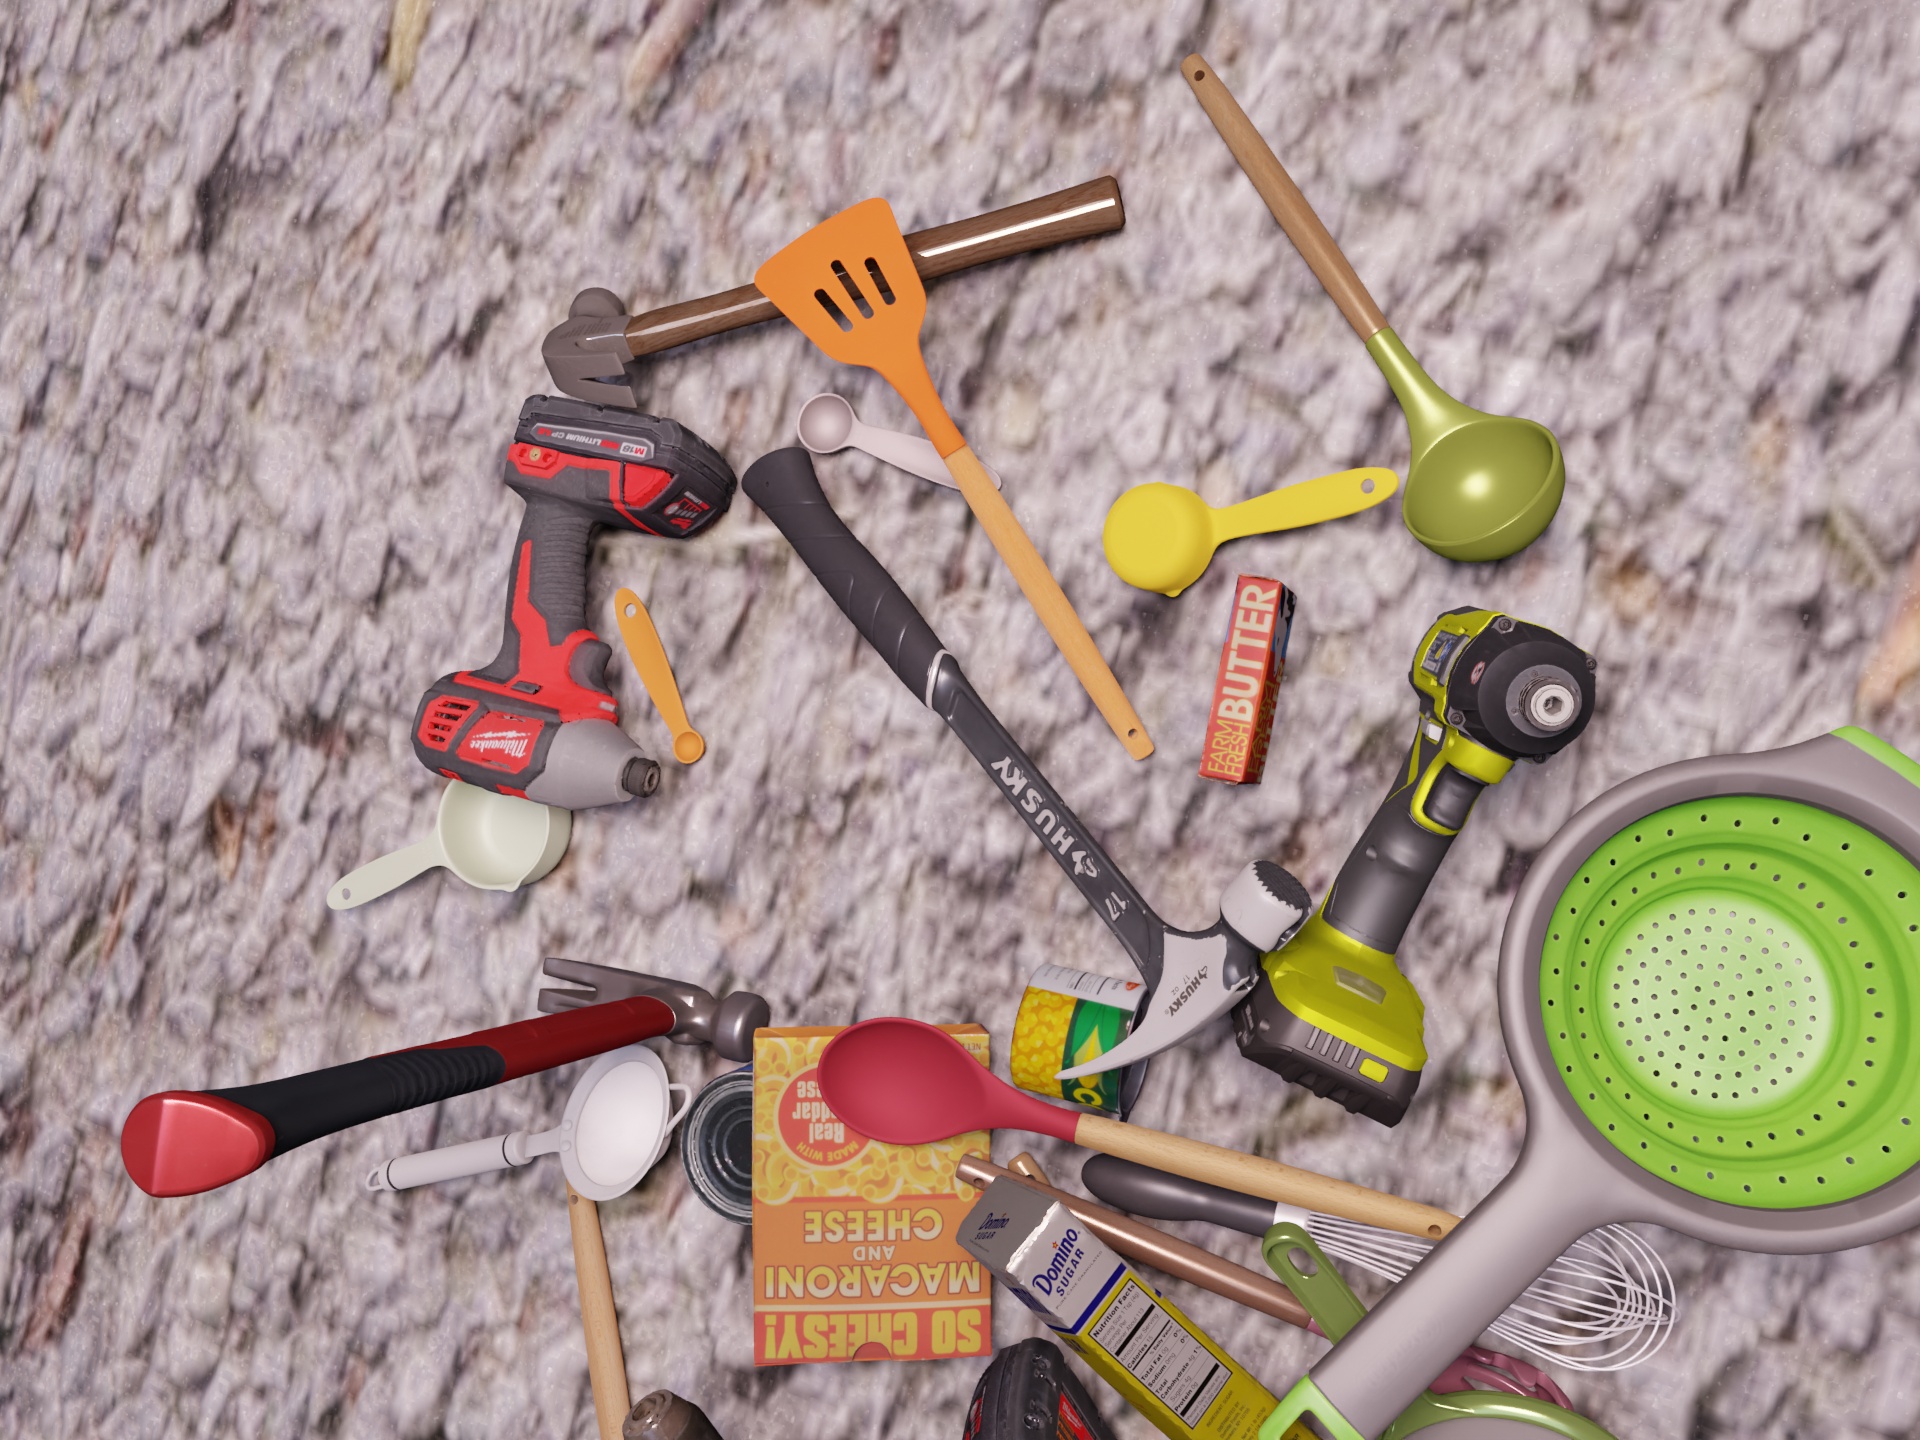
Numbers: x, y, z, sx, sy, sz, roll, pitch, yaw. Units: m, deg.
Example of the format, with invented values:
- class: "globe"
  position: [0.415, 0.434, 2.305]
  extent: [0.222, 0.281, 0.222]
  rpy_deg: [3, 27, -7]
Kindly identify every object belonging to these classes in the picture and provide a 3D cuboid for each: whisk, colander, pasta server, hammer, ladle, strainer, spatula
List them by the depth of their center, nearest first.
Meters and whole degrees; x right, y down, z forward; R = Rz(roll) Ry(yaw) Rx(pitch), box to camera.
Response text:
- class: "colander"
  position: [0.282, 0.180, 0.698]
  extent: [0.397, 0.094, 0.205]
  rpy_deg: [-45, 72, 1]
- class: "strainer"
  position: [0.213, 0.341, 0.708]
  extent: [0.151, 0.069, 0.256]
  rpy_deg: [-37, 91, 26]
- class: "hammer"
  position: [-0.234, 0.154, 0.737]
  extent: [0.143, 0.386, 0.038]
  rpy_deg: [8, 90, 19]
- class: "ladle"
  position: [0.082, 0.202, 0.763]
  extent: [0.315, 0.031, 0.069]
  rpy_deg: [11, 105, 16]
- class: "whisk"
  position: [0.193, 0.251, 0.768]
  extent: [0.285, 0.070, 0.070]
  rpy_deg: [7, 89, 24]
- class: "pasta server"
  position: [0.143, 0.281, 0.770]
  extent: [0.316, 0.040, 0.060]
  rpy_deg: [20, 111, 11]
- class: "ladle"
  position: [0.192, -0.216, 0.794]
  extent: [0.078, 0.062, 0.320]
  rpy_deg: [-34, 74, 18]
- class: "hammer"
  position: [-0.001, -0.003, 0.806]
  extent: [0.409, 0.036, 0.149]
  rpy_deg: [51, 120, 29]
- class: "spatula"
  position: [0.010, -0.118, 0.823]
  extent: [0.081, 0.041, 0.322]
  rpy_deg: [-33, 97, 0]
- class: "hammer"
  position: [-0.074, -0.239, 0.870]
  extent: [0.331, 0.130, 0.031]
  rpy_deg: [-13, 125, 10]
- class: "strainer"
  position: [-0.247, 0.245, 0.920]
  extent: [0.258, 0.050, 0.087]
  rpy_deg: [-17, 56, 23]

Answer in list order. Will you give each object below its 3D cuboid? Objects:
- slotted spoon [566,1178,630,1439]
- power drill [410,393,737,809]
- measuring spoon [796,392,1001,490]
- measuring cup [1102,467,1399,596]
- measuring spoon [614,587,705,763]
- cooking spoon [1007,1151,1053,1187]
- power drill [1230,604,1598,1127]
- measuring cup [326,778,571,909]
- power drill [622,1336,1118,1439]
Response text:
- class: "slotted spoon"
  position: [-0.190, 0.414, 0.898]
  extent: [0.070, 0.031, 0.314]
  rpy_deg: [-14, 80, 17]
- class: "power drill"
  position: [-0.210, -0.060, 0.889]
  extent: [0.143, 0.078, 0.220]
  rpy_deg: [14, 83, 19]
- class: "measuring spoon"
  position: [-0.033, -0.150, 0.888]
  extent: [0.124, 0.018, 0.034]
  rpy_deg: [22, 92, 12]
- class: "measuring cup"
  position: [0.140, -0.103, 0.795]
  extent: [0.156, 0.029, 0.062]
  rpy_deg: [-11, 84, 35]
- class: "measuring spoon"
  position: [-0.176, -0.027, 0.929]
  extent: [0.021, 0.011, 0.117]
  rpy_deg: [-30, 75, 14]
- class: "cooking spoon"
  position: [0.118, 0.357, 0.802]
  extent: [0.069, 0.017, 0.319]
  rpy_deg: [-35, 77, 1]
- class: "power drill"
  position: [0.205, 0.058, 0.713]
  extent: [0.080, 0.171, 0.223]
  rpy_deg: [25, 99, 3]
- class: "measuring cup"
  position: [-0.305, 0.078, 0.951]
  extent: [0.167, 0.038, 0.083]
  rpy_deg: [-24, 80, 18]
- class: "power drill"
  position: [-0.044, 0.389, 0.795]
  extent: [0.226, 0.080, 0.187]
  rpy_deg: [-26, 105, 17]
